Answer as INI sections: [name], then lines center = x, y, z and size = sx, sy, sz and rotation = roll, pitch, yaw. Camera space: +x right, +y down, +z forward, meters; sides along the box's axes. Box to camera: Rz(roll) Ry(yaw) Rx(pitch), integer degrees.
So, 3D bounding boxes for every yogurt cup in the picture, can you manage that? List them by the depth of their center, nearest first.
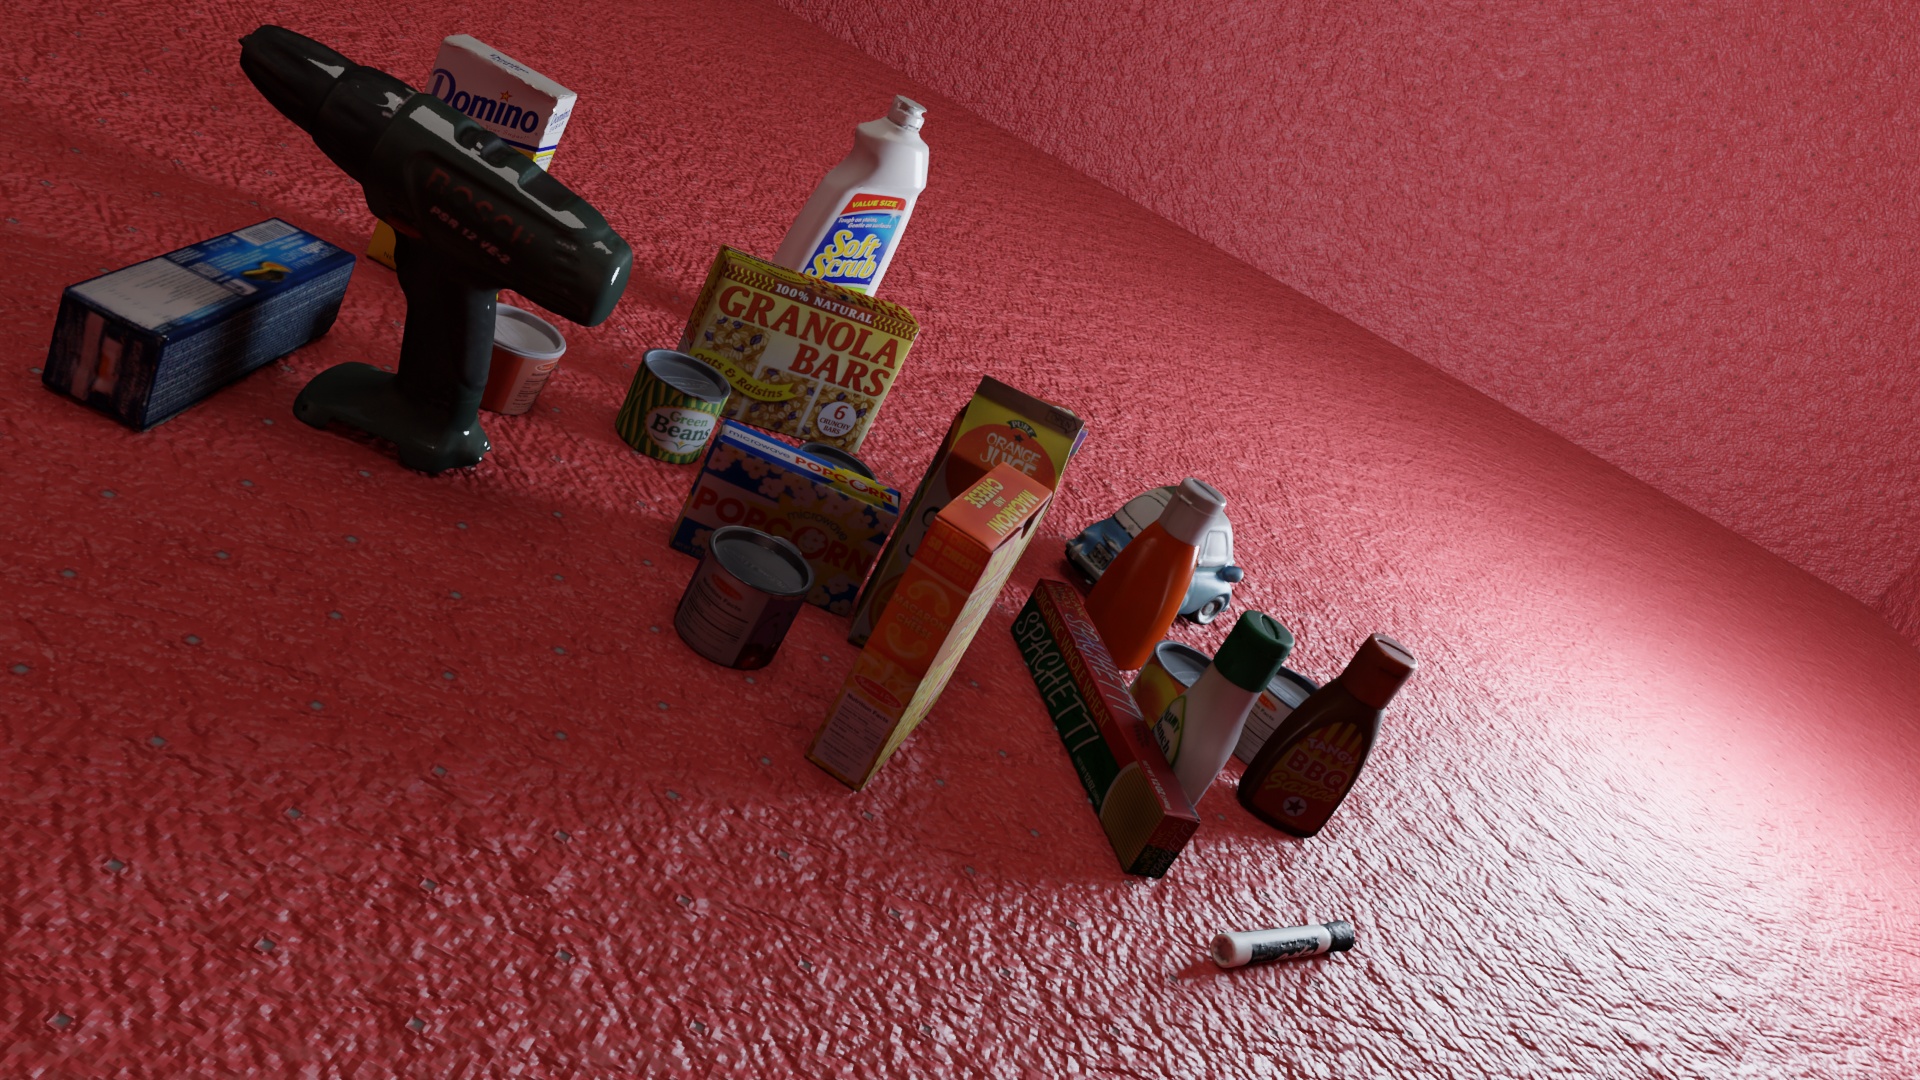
[yogurt cup]
center = -0.307, -0.121, 0.936
size = 0.072, 0.053, 0.073
rotation = 24, 24, -11

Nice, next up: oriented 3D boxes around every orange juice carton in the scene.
[orange juice carton]
center = 0.003, -0.011, 0.889
size = 0.072, 0.192, 0.073
rotation = 26, 23, -8

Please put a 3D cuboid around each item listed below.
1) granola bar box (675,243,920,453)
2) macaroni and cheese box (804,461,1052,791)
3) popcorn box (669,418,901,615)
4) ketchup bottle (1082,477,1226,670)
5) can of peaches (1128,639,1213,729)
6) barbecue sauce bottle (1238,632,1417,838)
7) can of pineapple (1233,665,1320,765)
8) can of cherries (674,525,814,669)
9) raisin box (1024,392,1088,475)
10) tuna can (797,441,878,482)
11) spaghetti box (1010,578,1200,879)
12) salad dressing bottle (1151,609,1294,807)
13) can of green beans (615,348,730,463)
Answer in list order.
[granola bar box]
center = -0.134, -0.148, 1.097
size = 0.165, 0.123, 0.039
rotation = 15, 27, -30
[macaroni and cheese box]
center = -0.015, 0.046, 0.786
size = 0.040, 0.165, 0.124
rotation = 32, 23, 7
[popcorn box]
center = -0.113, -0.014, 0.899
size = 0.127, 0.085, 0.038
rotation = 23, 24, -14
[ketchup bottle]
center = 0.144, 0.023, 1.033
size = 0.043, 0.148, 0.065
rotation = 0, 36, -49
[can of peaches]
center = 0.152, 0.114, 0.972
size = 0.071, 0.057, 0.071
rotation = 24, 24, -11
[barbecue sauce bottle]
center = 0.251, 0.130, 0.938
size = 0.065, 0.148, 0.044
rotation = 27, 23, -4
[can of pineapple]
center = 0.234, 0.132, 1.027
size = 0.071, 0.057, 0.071
rotation = 24, 24, -11
[can of cherries]
center = -0.126, 0.033, 0.821
size = 0.071, 0.058, 0.072
rotation = 24, 24, -11
[raisin box]
center = 0.034, -0.056, 1.101
size = 0.086, 0.123, 0.040
rotation = 14, 27, -32
[tuna can]
center = -0.096, -0.041, 1.038
size = 0.071, 0.032, 0.071
rotation = 24, 24, -11
[spaghetti box]
center = 0.088, 0.113, 0.911
size = 0.029, 0.050, 0.251
rotation = 17, 26, -26
[salad dressing bottle]
center = 0.155, 0.111, 0.869
size = 0.044, 0.147, 0.064
rotation = 24, 24, -12
[can of green beans]
center = -0.206, -0.096, 0.994
size = 0.071, 0.057, 0.071
rotation = 24, 24, -11
